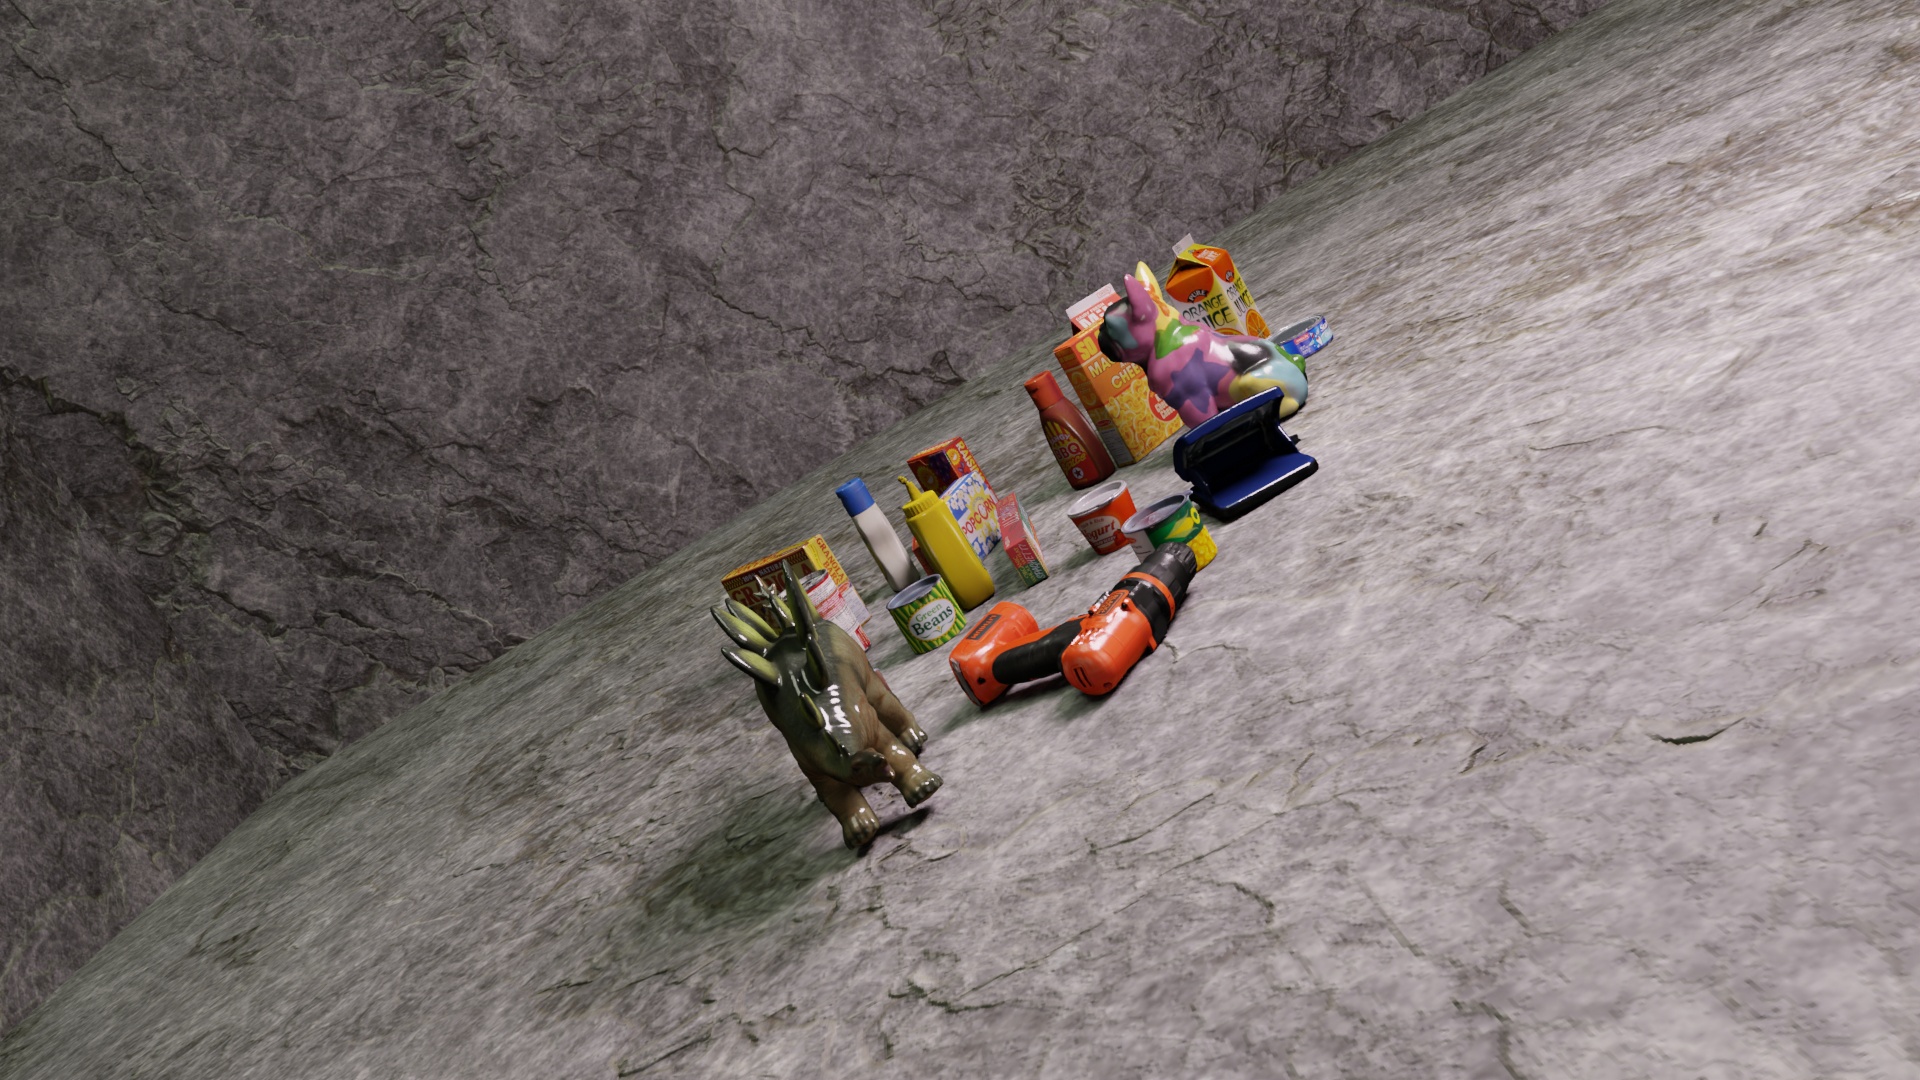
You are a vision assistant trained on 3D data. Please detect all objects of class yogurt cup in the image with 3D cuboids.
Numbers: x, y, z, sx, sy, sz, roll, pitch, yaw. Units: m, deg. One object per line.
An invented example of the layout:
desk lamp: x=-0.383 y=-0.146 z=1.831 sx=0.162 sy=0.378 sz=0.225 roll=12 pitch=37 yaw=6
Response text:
yogurt cup: x=0.150 y=-0.022 z=1.410 sx=0.072 sy=0.054 sz=0.072 roll=-29 pitch=12 yaw=7

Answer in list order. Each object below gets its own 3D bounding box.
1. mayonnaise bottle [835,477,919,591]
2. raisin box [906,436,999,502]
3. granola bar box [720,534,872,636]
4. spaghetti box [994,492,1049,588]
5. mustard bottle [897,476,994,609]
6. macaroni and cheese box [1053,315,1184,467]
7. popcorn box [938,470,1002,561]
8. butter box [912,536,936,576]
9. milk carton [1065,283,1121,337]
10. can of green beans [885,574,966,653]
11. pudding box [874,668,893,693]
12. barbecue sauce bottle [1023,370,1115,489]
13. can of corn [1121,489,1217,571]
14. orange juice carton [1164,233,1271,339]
mayonnaise bottle: x=-0.105 y=-0.008 z=1.746 sx=0.041 sy=0.148 sz=0.065 roll=-32 pitch=11 yaw=-6
raisin box: x=-0.005 y=-0.067 z=1.809 sx=0.040 sy=0.123 sz=0.086 roll=-39 pitch=14 yaw=-35
granola bar box: x=-0.205 y=0.073 z=1.718 sx=0.165 sy=0.124 sz=0.039 roll=-21 pitch=15 yaw=40
spaghetti box: x=0.067 y=-0.004 z=1.551 sx=0.028 sy=0.050 sz=0.251 roll=-30 pitch=12 yaw=6
mustard bottle: x=-0.021 y=-0.003 z=1.487 sx=0.049 sy=0.160 sz=0.065 roll=-32 pitch=11 yaw=-6
macaroni and cheese box: x=0.204 y=-0.193 z=1.709 sx=0.124 sy=0.166 sz=0.040 roll=-38 pitch=13 yaw=-31
popcorn box: x=0.006 y=-0.021 z=1.683 sx=0.038 sy=0.085 sz=0.127 roll=-24 pitch=13 yaw=30
butter box: x=-0.036 y=0.015 z=1.716 sx=0.024 sy=0.053 sz=0.104 roll=-30 pitch=12 yaw=6
milk carton: x=0.210 y=-0.232 z=1.797 sx=0.072 sy=0.190 sz=0.073 roll=-32 pitch=11 yaw=-6
can of green beans: x=-0.035 y=0.077 z=1.446 sx=0.071 sy=0.057 sz=0.071 roll=-29 pitch=12 yaw=7
pudding box: x=-0.095 y=0.150 z=1.312 sx=0.030 sy=0.049 sz=0.083 roll=-38 pitch=14 yaw=-31
barbecue sauce bottle: x=0.129 y=-0.136 z=1.702 sx=0.064 sy=0.148 sz=0.044 roll=-18 pitch=17 yaw=48
can of corn: x=0.187 y=-0.002 z=1.225 sx=0.071 sy=0.058 sz=0.071 roll=-29 pitch=12 yaw=7
orange juice carton: x=0.329 y=-0.303 z=1.792 sx=0.073 sy=0.192 sz=0.072 roll=-22 pitch=14 yaw=37
